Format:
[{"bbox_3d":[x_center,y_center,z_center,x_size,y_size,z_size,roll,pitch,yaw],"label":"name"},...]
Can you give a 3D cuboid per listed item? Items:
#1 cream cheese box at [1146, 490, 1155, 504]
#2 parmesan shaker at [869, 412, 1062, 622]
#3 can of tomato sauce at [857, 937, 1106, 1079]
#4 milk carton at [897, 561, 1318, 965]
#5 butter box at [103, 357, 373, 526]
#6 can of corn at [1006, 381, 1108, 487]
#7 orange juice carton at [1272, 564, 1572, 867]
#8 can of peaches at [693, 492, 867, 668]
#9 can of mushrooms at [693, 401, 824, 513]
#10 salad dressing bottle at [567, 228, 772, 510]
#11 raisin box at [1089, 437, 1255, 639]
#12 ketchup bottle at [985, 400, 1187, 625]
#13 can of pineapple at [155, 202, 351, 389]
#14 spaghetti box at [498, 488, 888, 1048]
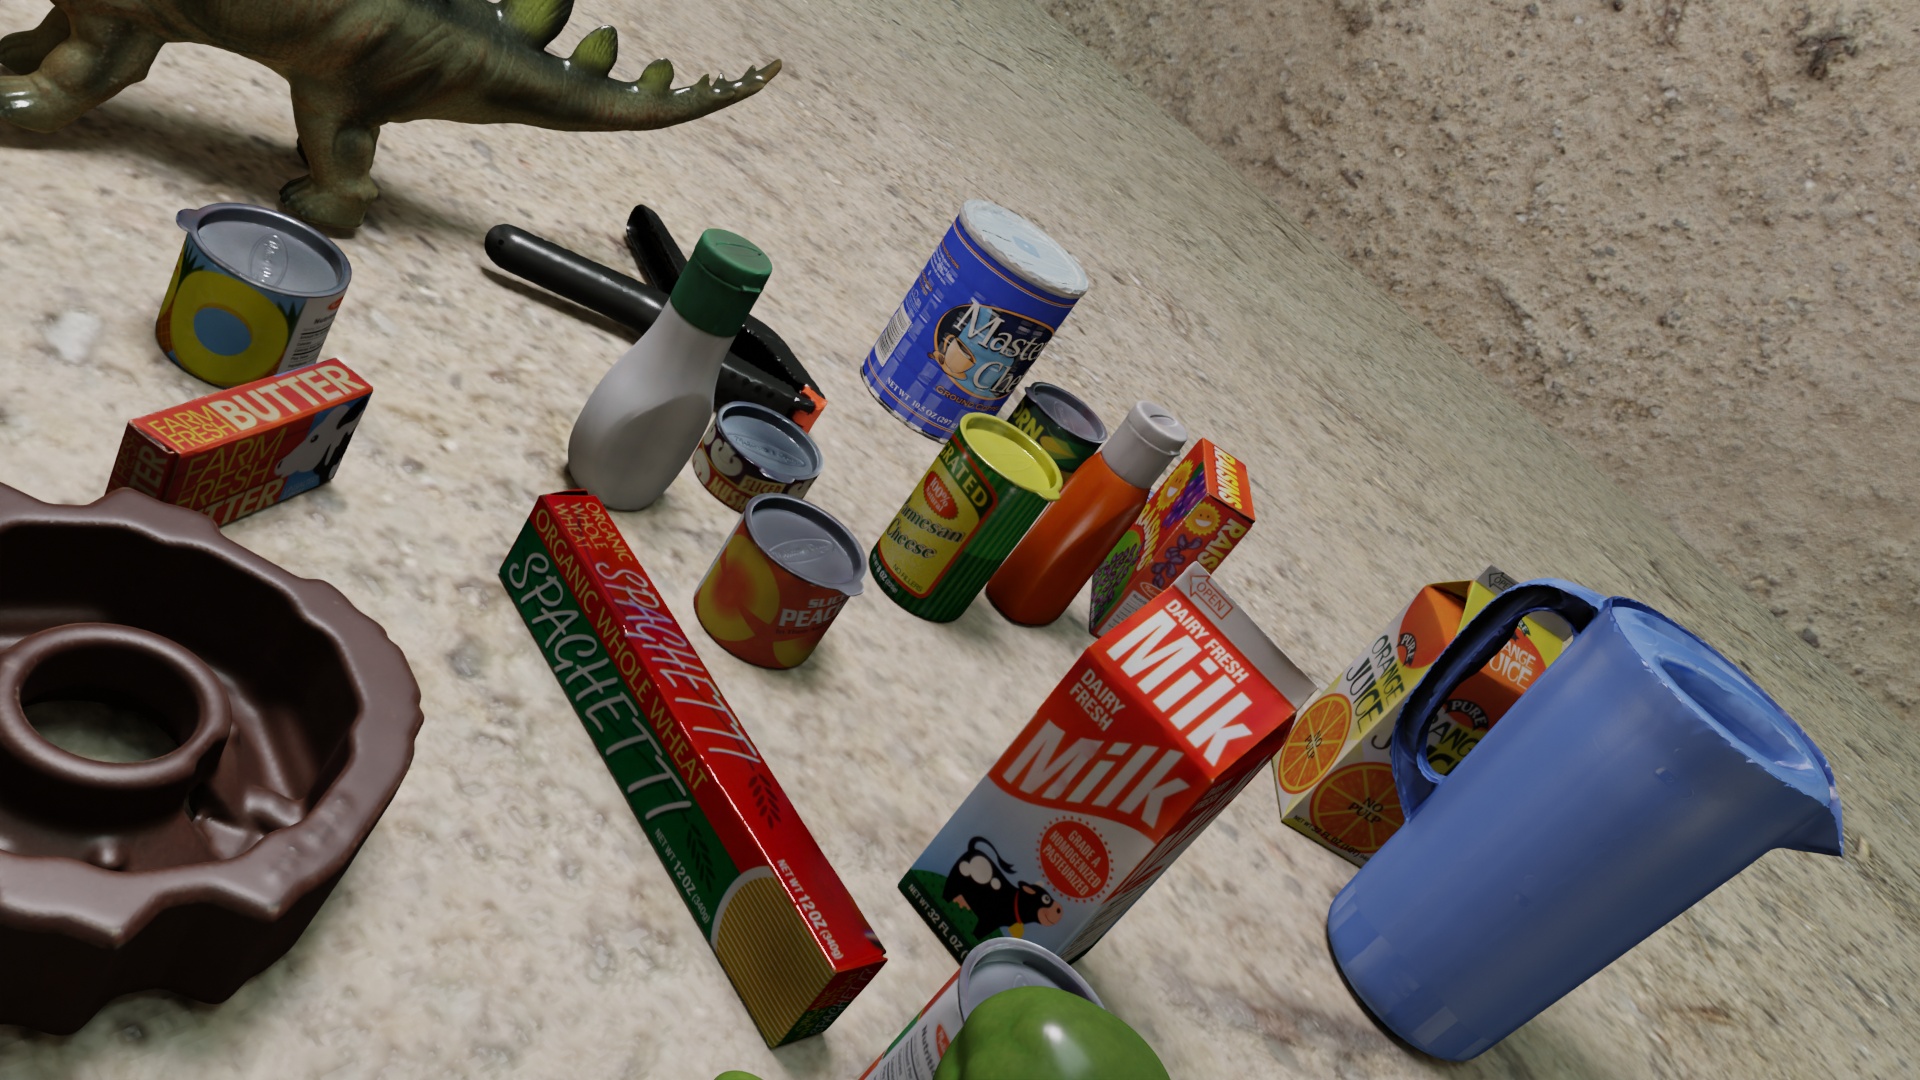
[{"bbox_3d":[0.124,-0.007,0.970,0.104,0.053,0.024,40,27,8],"label":"cream cheese box"},{"bbox_3d":[0.003,-0.010,0.778,0.071,0.102,0.071,28,28,-16],"label":"parmesan shaker"},{"bbox_3d":[0.008,0.191,0.482,0.071,0.082,0.071,28,28,-16],"label":"can of tomato sauce"},{"bbox_3d":[0.063,0.100,0.575,0.072,0.189,0.073,48,28,22],"label":"milk carton"},{"bbox_3d":[-0.280,-0.034,0.541,0.024,0.053,0.104,38,27,3],"label":"butter box"},{"bbox_3d":[0.060,-0.072,0.994,0.071,0.058,0.071,28,28,-16],"label":"can of corn"},{"bbox_3d":[0.273,0.099,0.821,0.072,0.191,0.073,31,27,-11],"label":"orange juice carton"},{"bbox_3d":[-0.086,0.021,0.673,0.071,0.057,0.071,28,28,-16],"label":"can of peaches"},{"bbox_3d":[-0.113,-0.043,0.773,0.071,0.033,0.071,28,28,-16],"label":"can of mushrooms"},{"bbox_3d":[-0.141,-0.082,0.676,0.064,0.147,0.044,-4,47,-52],"label":"salad dressing bottle"},{"bbox_3d":[0.134,0.005,0.885,0.040,0.123,0.086,32,27,-9],"label":"raisin box"},{"bbox_3d":[0.077,-0.015,0.823,0.043,0.148,0.065,48,29,23],"label":"ketchup bottle"},{"bbox_3d":[-0.314,-0.107,0.613,0.071,0.057,0.071,28,28,-16],"label":"can of pineapple"},{"bbox_3d":[-0.115,0.080,0.554,0.029,0.050,0.251,0,44,-50],"label":"spaghetti box"}]
